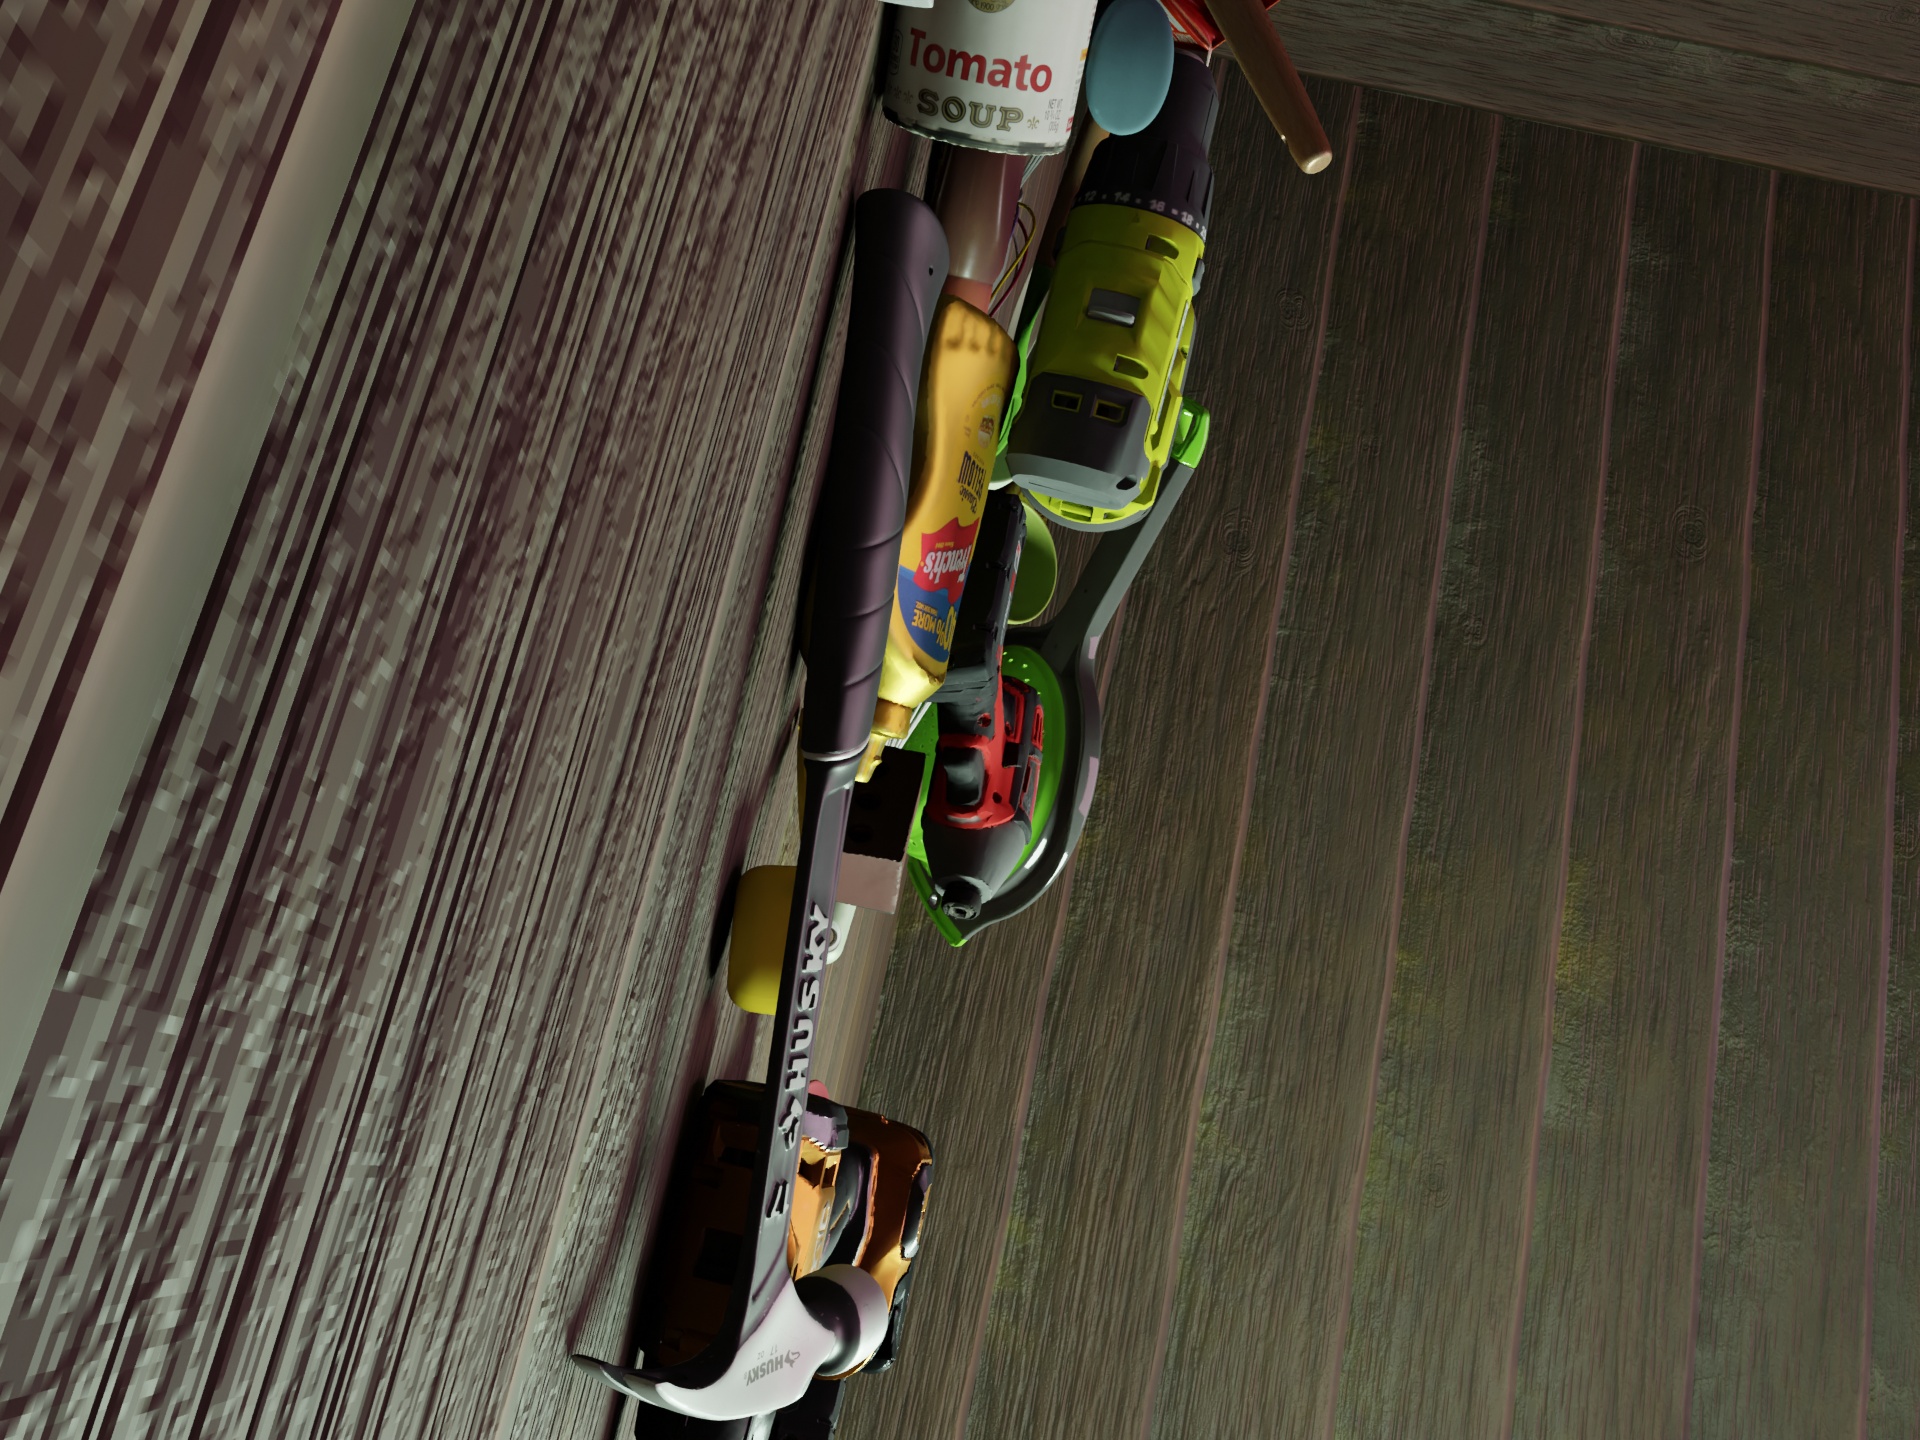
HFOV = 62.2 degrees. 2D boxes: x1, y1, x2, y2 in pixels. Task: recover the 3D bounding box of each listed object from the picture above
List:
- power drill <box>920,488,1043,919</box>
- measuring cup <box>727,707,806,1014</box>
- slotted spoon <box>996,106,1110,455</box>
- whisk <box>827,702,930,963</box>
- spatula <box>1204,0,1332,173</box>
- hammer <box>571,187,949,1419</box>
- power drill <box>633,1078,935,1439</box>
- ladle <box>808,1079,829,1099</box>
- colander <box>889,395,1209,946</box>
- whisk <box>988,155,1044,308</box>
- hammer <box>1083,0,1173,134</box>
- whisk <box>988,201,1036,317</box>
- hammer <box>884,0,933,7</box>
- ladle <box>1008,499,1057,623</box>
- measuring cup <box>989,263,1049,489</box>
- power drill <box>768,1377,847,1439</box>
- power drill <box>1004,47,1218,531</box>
[{"bbox_3d":[-0.001,-0.003,0.812,0.219,0.078,0.143,75,22,-53],"label":"power drill"},{"bbox_3d":[-0.075,0.049,0.634,0.157,0.029,0.062,-94,-168,-47],"label":"measuring cup"},{"bbox_3d":[0.056,-0.266,0.843,0.070,0.031,0.313,-63,176,-61],"label":"slotted spoon"},{"bbox_3d":[-0.050,0.027,0.956,0.059,0.057,0.246,148,-41,-79],"label":"whisk"},{"bbox_3d":[0.081,-0.345,0.607,0.082,0.044,0.318,36,31,-73],"label":"spatula"},{"bbox_3d":[-0.048,0.025,0.532,0.149,0.036,0.409,14,82,-65],"label":"hammer"},{"bbox_3d":[-0.077,0.251,0.682,0.226,0.084,0.185,59,42,-74],"label":"power drill"},{"bbox_3d":[-0.109,0.256,0.898,0.315,0.031,0.069,61,38,-86],"label":"ladle"},{"bbox_3d":[0.033,-0.041,1.041,0.397,0.094,0.205,-62,-147,19],"label":"colander"},{"bbox_3d":[0.025,-0.336,1.009,0.238,0.055,0.055,111,-8,-63],"label":"whisk"},{"bbox_3d":[0.047,-0.331,0.670,0.331,0.033,0.128,-96,-167,-48],"label":"hammer"},{"bbox_3d":[-0.002,-0.212,0.891,0.051,0.047,0.245,103,3,-59],"label":"whisk"},{"bbox_3d":[0.012,-0.329,0.438,0.406,0.035,0.144,-77,178,-47],"label":"hammer"},{"bbox_3d":[0.010,-0.117,0.851,0.320,0.062,0.078,51,43,-78],"label":"ladle"},{"bbox_3d":[0.025,-0.215,0.973,0.168,0.083,0.038,-68,-166,-17],"label":"measuring cup"},{"bbox_3d":[-0.124,0.429,0.805,0.188,0.080,0.226,-73,178,-74],"label":"power drill"},{"bbox_3d":[0.075,-0.186,0.754,0.228,0.080,0.190,25,79,-86],"label":"power drill"}]
